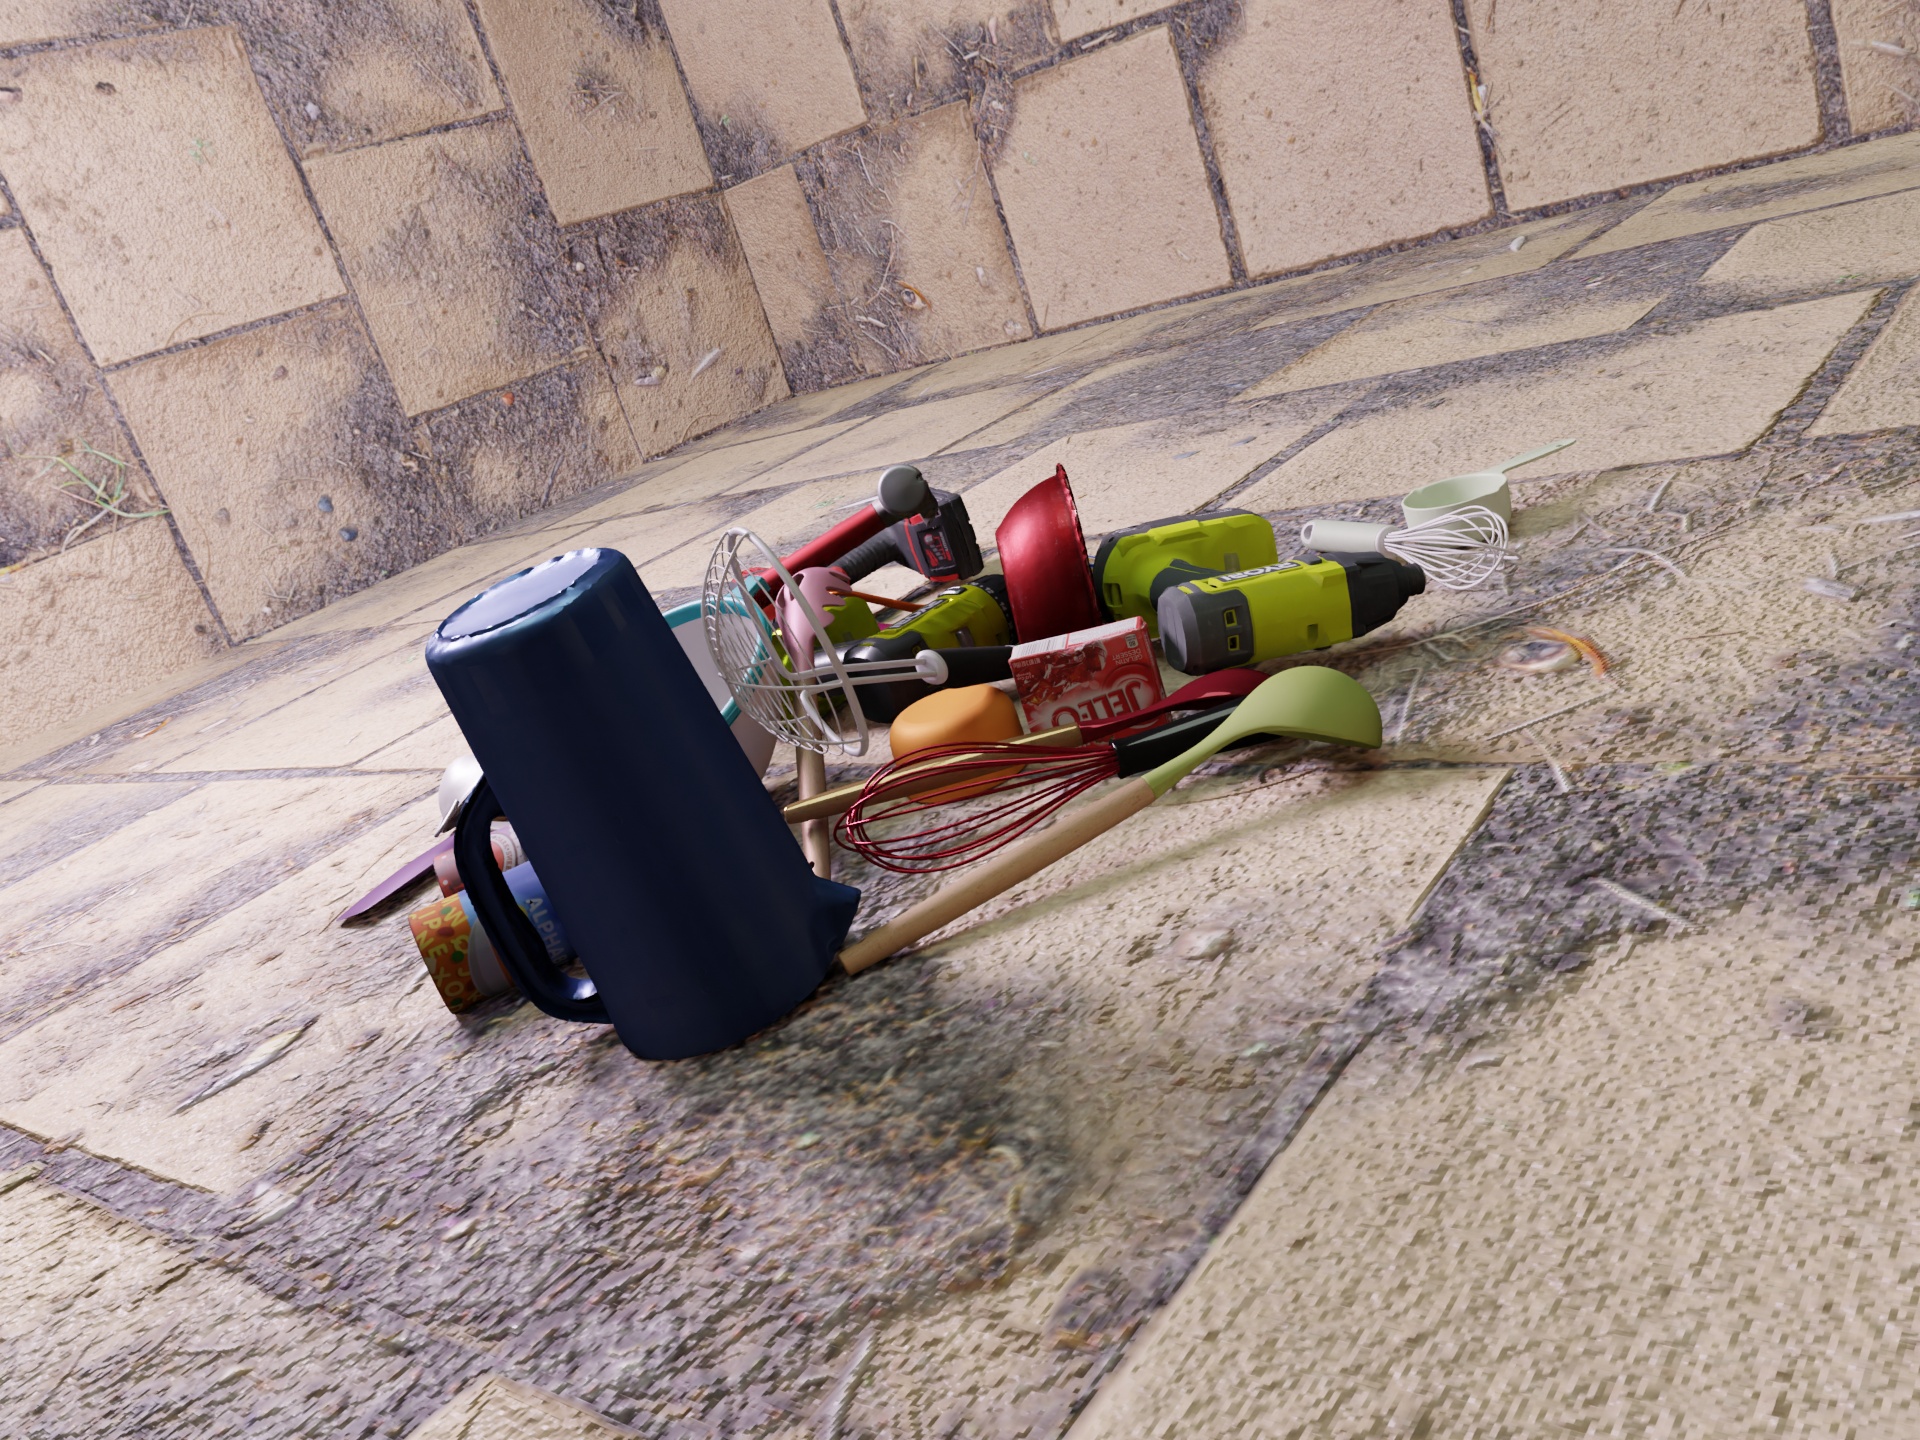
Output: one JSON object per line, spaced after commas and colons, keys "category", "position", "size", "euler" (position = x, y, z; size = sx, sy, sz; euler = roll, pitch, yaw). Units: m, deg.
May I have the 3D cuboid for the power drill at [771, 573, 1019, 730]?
{"category": "power drill", "position": [-0.051, -0.058, 1.208], "size": [0.190, 0.080, 0.228], "euler": [-34, 18, -37]}

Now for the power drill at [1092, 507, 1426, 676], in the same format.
{"category": "power drill", "position": [0.192, -0.090, 1.076], "size": [0.171, 0.080, 0.223], "euler": [-13, 16, -11]}

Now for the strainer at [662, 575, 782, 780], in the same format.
{"category": "strainer", "position": [-0.190, 0.056, 1.045], "size": [0.211, 0.095, 0.341], "euler": [-28, 35, 14]}

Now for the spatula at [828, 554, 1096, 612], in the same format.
{"category": "spatula", "position": [0.044, -0.126, 1.360], "size": [0.322, 0.041, 0.081], "euler": [-13, 8, -5]}

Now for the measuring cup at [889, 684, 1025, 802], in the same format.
{"category": "measuring cup", "position": [-0.002, -0.003, 1.077], "size": [0.095, 0.052, 0.174], "euler": [-16, 20, 8]}

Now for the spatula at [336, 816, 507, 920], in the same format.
{"category": "spatula", "position": [-0.372, 0.075, 1.273], "size": [0.060, 0.018, 0.316], "euler": [-19, 15, 38]}

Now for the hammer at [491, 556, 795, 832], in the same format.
{"category": "hammer", "position": [-0.239, -0.019, 1.281], "size": [0.149, 0.036, 0.359], "euler": [-3, 36, 38]}

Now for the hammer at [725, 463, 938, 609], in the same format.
{"category": "hammer", "position": [-0.187, -0.076, 1.232], "size": [0.386, 0.038, 0.143], "euler": [-32, 0, 2]}

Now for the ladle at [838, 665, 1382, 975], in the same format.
{"category": "ladle", "position": [0.083, 0.060, 0.846], "size": [0.320, 0.062, 0.078], "euler": [-29, 5, -9]}

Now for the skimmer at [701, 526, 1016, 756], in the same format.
{"category": "skimmer", "position": [-0.024, -0.044, 0.893], "size": [0.090, 0.127, 0.363], "euler": [-40, -14, 23]}

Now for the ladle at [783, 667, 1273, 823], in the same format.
{"category": "ladle", "position": [0.047, 0.016, 0.958], "size": [0.315, 0.031, 0.069], "euler": [-15, -7, -2]}

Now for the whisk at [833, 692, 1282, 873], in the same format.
{"category": "whisk", "position": [0.070, 0.028, 0.910], "size": [0.296, 0.073, 0.073], "euler": [-16, 18, -5]}

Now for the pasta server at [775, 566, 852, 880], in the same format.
{"category": "pasta server", "position": [-0.096, -0.004, 1.049], "size": [0.060, 0.040, 0.317], "euler": [-38, 36, 23]}

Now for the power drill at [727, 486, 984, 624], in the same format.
{"category": "power drill", "position": [-0.094, -0.135, 1.477], "size": [0.226, 0.080, 0.188], "euler": [-27, 23, -17]}

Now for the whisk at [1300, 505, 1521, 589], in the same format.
{"category": "whisk", "position": [0.318, -0.130, 1.156], "size": [0.059, 0.058, 0.246], "euler": [12, 5, -20]}

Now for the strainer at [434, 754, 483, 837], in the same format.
{"category": "strainer", "position": [-0.365, 0.032, 1.343], "size": [0.087, 0.050, 0.258], "euler": [-45, -6, 32]}

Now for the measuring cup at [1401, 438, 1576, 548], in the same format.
{"category": "measuring cup", "position": [0.405, -0.170, 1.191], "size": [0.167, 0.038, 0.083], "euler": [-25, 19, -24]}

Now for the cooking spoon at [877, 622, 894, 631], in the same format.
{"category": "cooking spoon", "position": [-0.024, -0.081, 1.380], "size": [0.319, 0.017, 0.069], "euler": [-2, 25, 45]}

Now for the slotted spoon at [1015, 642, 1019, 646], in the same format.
{"category": "slotted spoon", "position": [-0.046, -0.062, 1.340], "size": [0.314, 0.031, 0.070], "euler": [-4, 25, 44]}
